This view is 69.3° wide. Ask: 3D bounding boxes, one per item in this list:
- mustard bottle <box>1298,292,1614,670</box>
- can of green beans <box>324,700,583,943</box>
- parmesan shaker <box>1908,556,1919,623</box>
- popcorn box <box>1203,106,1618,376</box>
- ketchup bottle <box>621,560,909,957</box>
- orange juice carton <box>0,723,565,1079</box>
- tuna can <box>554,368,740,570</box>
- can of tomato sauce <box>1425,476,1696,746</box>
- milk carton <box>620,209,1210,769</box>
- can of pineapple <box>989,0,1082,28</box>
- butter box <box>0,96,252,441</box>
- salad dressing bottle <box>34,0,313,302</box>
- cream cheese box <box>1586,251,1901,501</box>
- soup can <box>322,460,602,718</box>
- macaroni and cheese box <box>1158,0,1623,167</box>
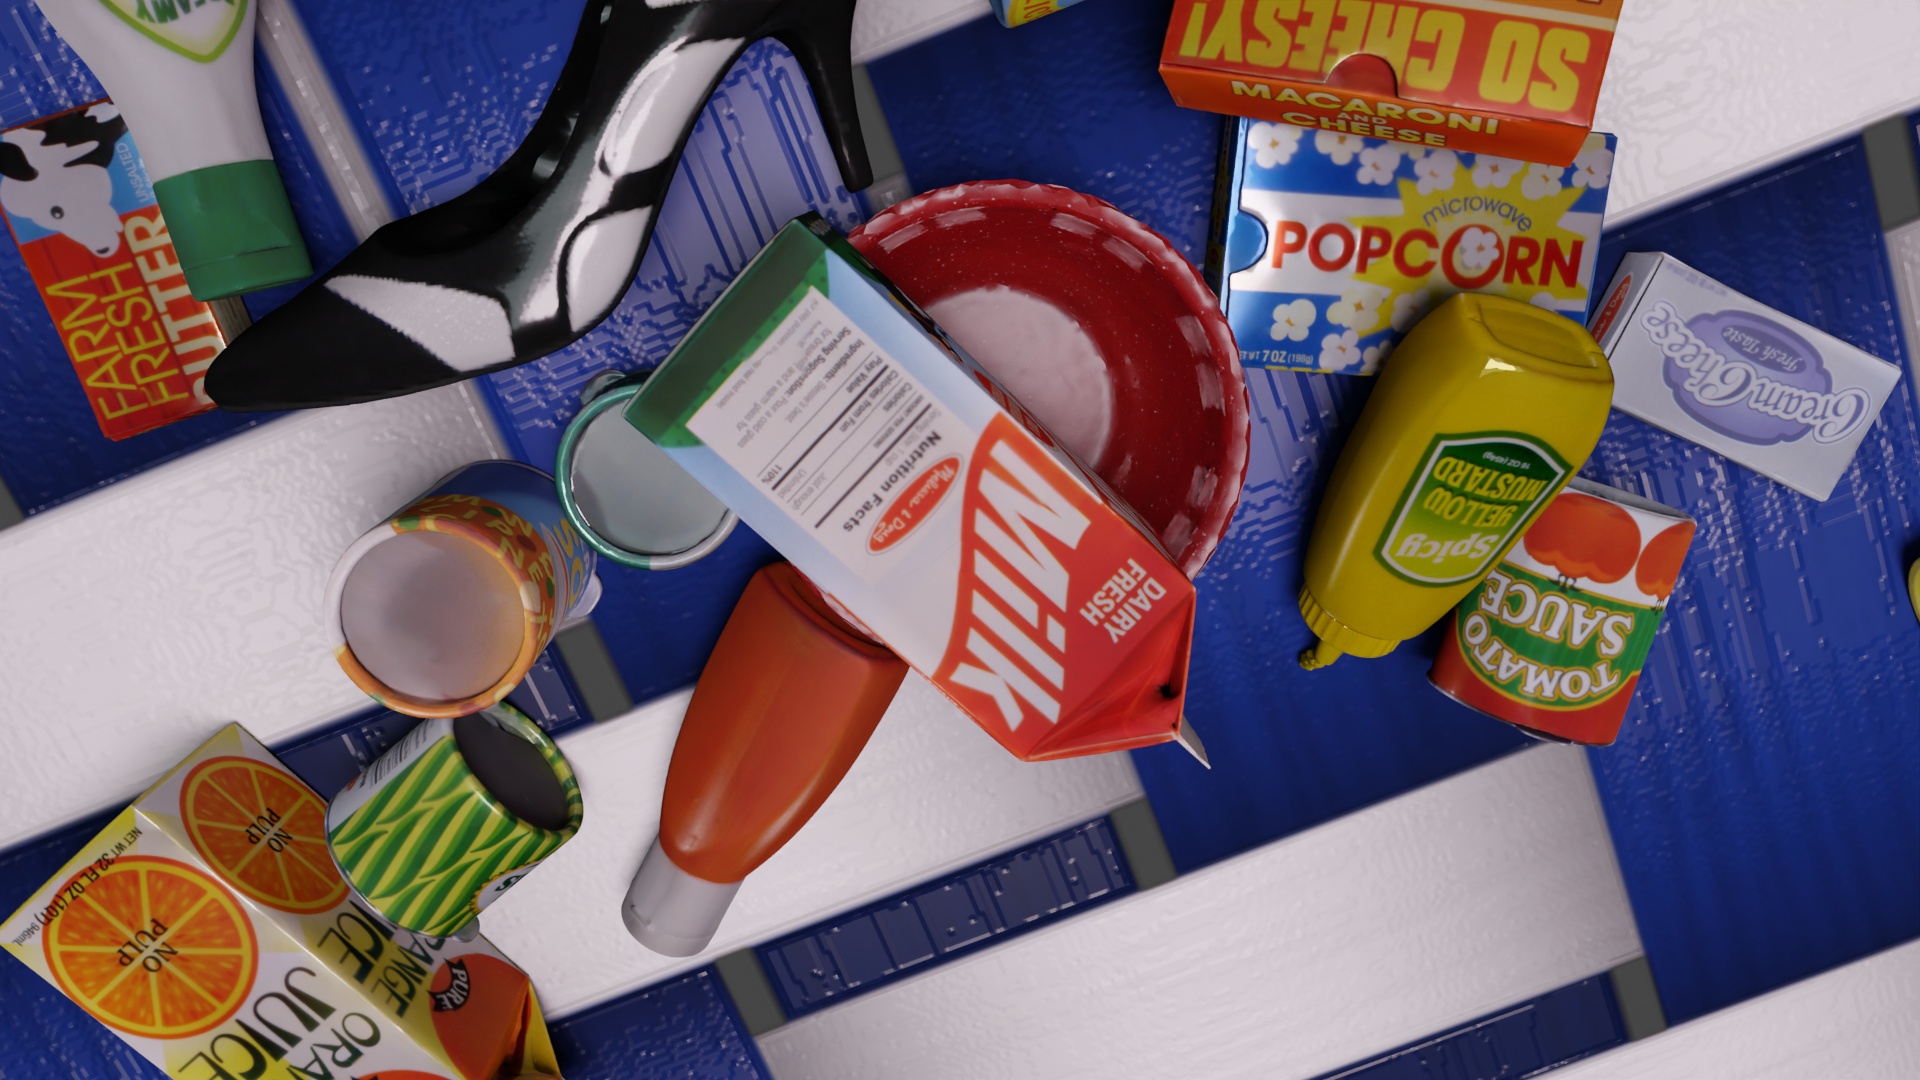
[{"bbox_3d":[0.154,-0.006,0.472,0.065,0.049,0.159,12,130,-9],"label":"mustard bottle"},{"bbox_3d":[-0.177,0.096,0.490,0.058,0.071,0.071,-39,103,7],"label":"can of green beans"},{"bbox_3d":[0.414,0.013,0.497,0.103,0.071,0.071,-27,104,4],"label":"parmesan shaker"},{"bbox_3d":[0.148,-0.099,0.471,0.127,0.038,0.085,3,105,-4],"label":"popcorn box"},{"bbox_3d":[-0.077,0.083,0.499,0.065,0.043,0.148,38,109,24],"label":"ketchup bottle"},{"bbox_3d":[-0.229,0.165,0.502,0.071,0.073,0.192,-41,103,8],"label":"orange juice carton"},{"bbox_3d":[-0.106,-0.027,0.479,0.071,0.033,0.071,-1,105,-3],"label":"tuna can"},{"bbox_3d":[0.210,0.021,0.488,0.071,0.071,0.083,14,103,-6],"label":"can of tomato sauce"},{"bbox_3d":[0.001,-0.005,0.412,0.190,0.072,0.073,42,100,-10],"label":"milk carton"},{"bbox_3d":[0.031,-0.197,0.425,0.058,0.071,0.071,-20,105,3],"label":"can of pineapple"},{"bbox_3d":[-0.274,-0.089,0.459,0.053,0.024,0.103,-17,105,1],"label":"butter box"},{"bbox_3d":[-0.242,-0.149,0.427,0.044,0.064,0.147,-1,109,42],"label":"salad dressing bottle"},{"bbox_3d":[0.274,-0.058,0.494,0.104,0.024,0.053,23,103,-8],"label":"cream cheese box"},{"bbox_3d":[-0.160,0.015,0.461,0.071,0.084,0.071,-1,105,-3],"label":"soup can"},{"bbox_3d":[0.138,-0.205,0.404,0.124,0.040,0.166,14,93,17],"label":"macaroni and cheese box"}]
